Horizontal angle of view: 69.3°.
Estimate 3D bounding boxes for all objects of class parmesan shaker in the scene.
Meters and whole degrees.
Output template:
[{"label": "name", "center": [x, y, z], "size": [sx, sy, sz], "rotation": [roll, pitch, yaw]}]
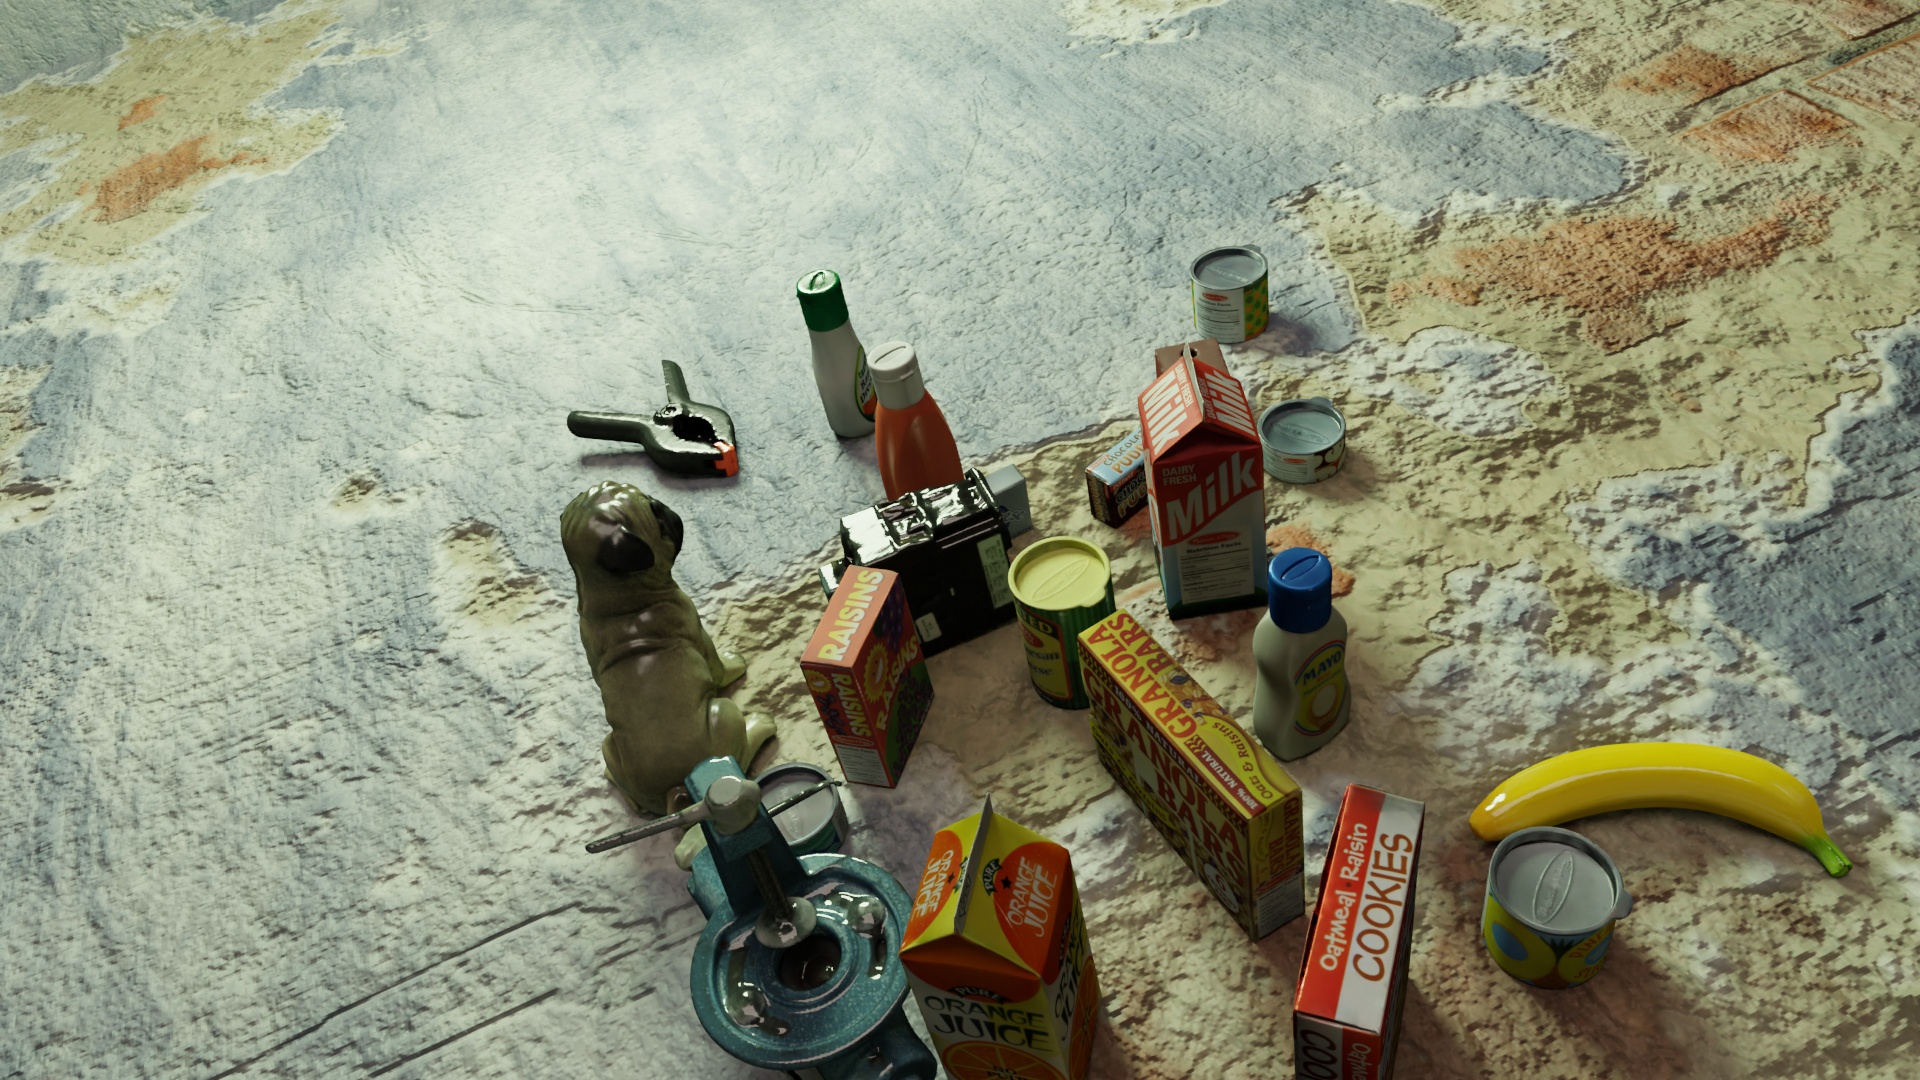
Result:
[{"label": "parmesan shaker", "center": [0.074, 0.058, 0.924], "size": [0.071, 0.102, 0.072], "rotation": [-7, 43, 7]}]

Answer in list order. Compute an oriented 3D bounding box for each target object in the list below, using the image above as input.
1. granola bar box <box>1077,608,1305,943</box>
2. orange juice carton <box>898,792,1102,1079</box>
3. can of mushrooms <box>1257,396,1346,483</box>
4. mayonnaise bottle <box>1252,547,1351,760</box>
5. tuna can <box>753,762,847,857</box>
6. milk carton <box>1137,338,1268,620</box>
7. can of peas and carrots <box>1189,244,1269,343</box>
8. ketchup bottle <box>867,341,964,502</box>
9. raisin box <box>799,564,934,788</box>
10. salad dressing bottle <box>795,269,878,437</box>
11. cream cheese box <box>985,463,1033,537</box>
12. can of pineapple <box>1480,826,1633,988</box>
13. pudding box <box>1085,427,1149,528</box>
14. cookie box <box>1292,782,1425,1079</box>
[{"label": "granola bar box", "center": [0.133, 0.135, 0.811], "size": [0.039, 0.123, 0.166], "rotation": [-28, 44, -15]}, {"label": "orange juice carton", "center": [0.022, 0.212, 0.708], "size": [0.073, 0.191, 0.072], "rotation": [3, 45, 18]}, {"label": "can of mushrooms", "center": [0.264, -0.078, 1.071], "size": [0.071, 0.033, 0.071], "rotation": [-7, 43, 7]}, {"label": "mayonnaise bottle", "center": [0.207, 0.069, 0.846], "size": [0.065, 0.147, 0.041], "rotation": [-30, 45, -17]}, {"label": "tuna can", "center": [-0.110, 0.180, 0.893], "size": [0.071, 0.032, 0.071], "rotation": [-7, 43, 7]}, {"label": "milk carton", "center": [0.164, -0.040, 0.941], "size": [0.073, 0.189, 0.073], "rotation": [-9, 43, 5]}, {"label": "can of peas and carrots", "center": [0.235, -0.214, 1.205], "size": [0.071, 0.058, 0.071], "rotation": [-7, 43, 7]}, {"label": "ketchup bottle", "center": [-0.037, -0.083, 1.068], "size": [0.065, 0.148, 0.043], "rotation": [-33, 46, -19]}, {"label": "raisin box", "center": [-0.059, 0.090, 0.909], "size": [0.040, 0.122, 0.086], "rotation": [6, 46, 21]}, {"label": "salad dressing bottle", "center": [-0.103, -0.155, 1.162], "size": [0.044, 0.147, 0.064], "rotation": [-1, 44, 14]}, {"label": "cream cheese box", "center": [0.004, -0.013, 1.054], "size": [0.104, 0.053, 0.024], "rotation": [-25, 44, -12]}, {"label": "can of pineapple", "center": [0.318, 0.199, 0.746], "size": [0.071, 0.057, 0.071], "rotation": [-7, 43, 7]}, {"label": "pudding box", "center": [0.136, -0.054, 1.066], "size": [0.084, 0.049, 0.030], "rotation": [-36, 47, -23]}, {"label": "cookie box", "center": [0.193, 0.219, 0.676], "size": [0.040, 0.166, 0.123], "rotation": [8, 47, 22]}]
